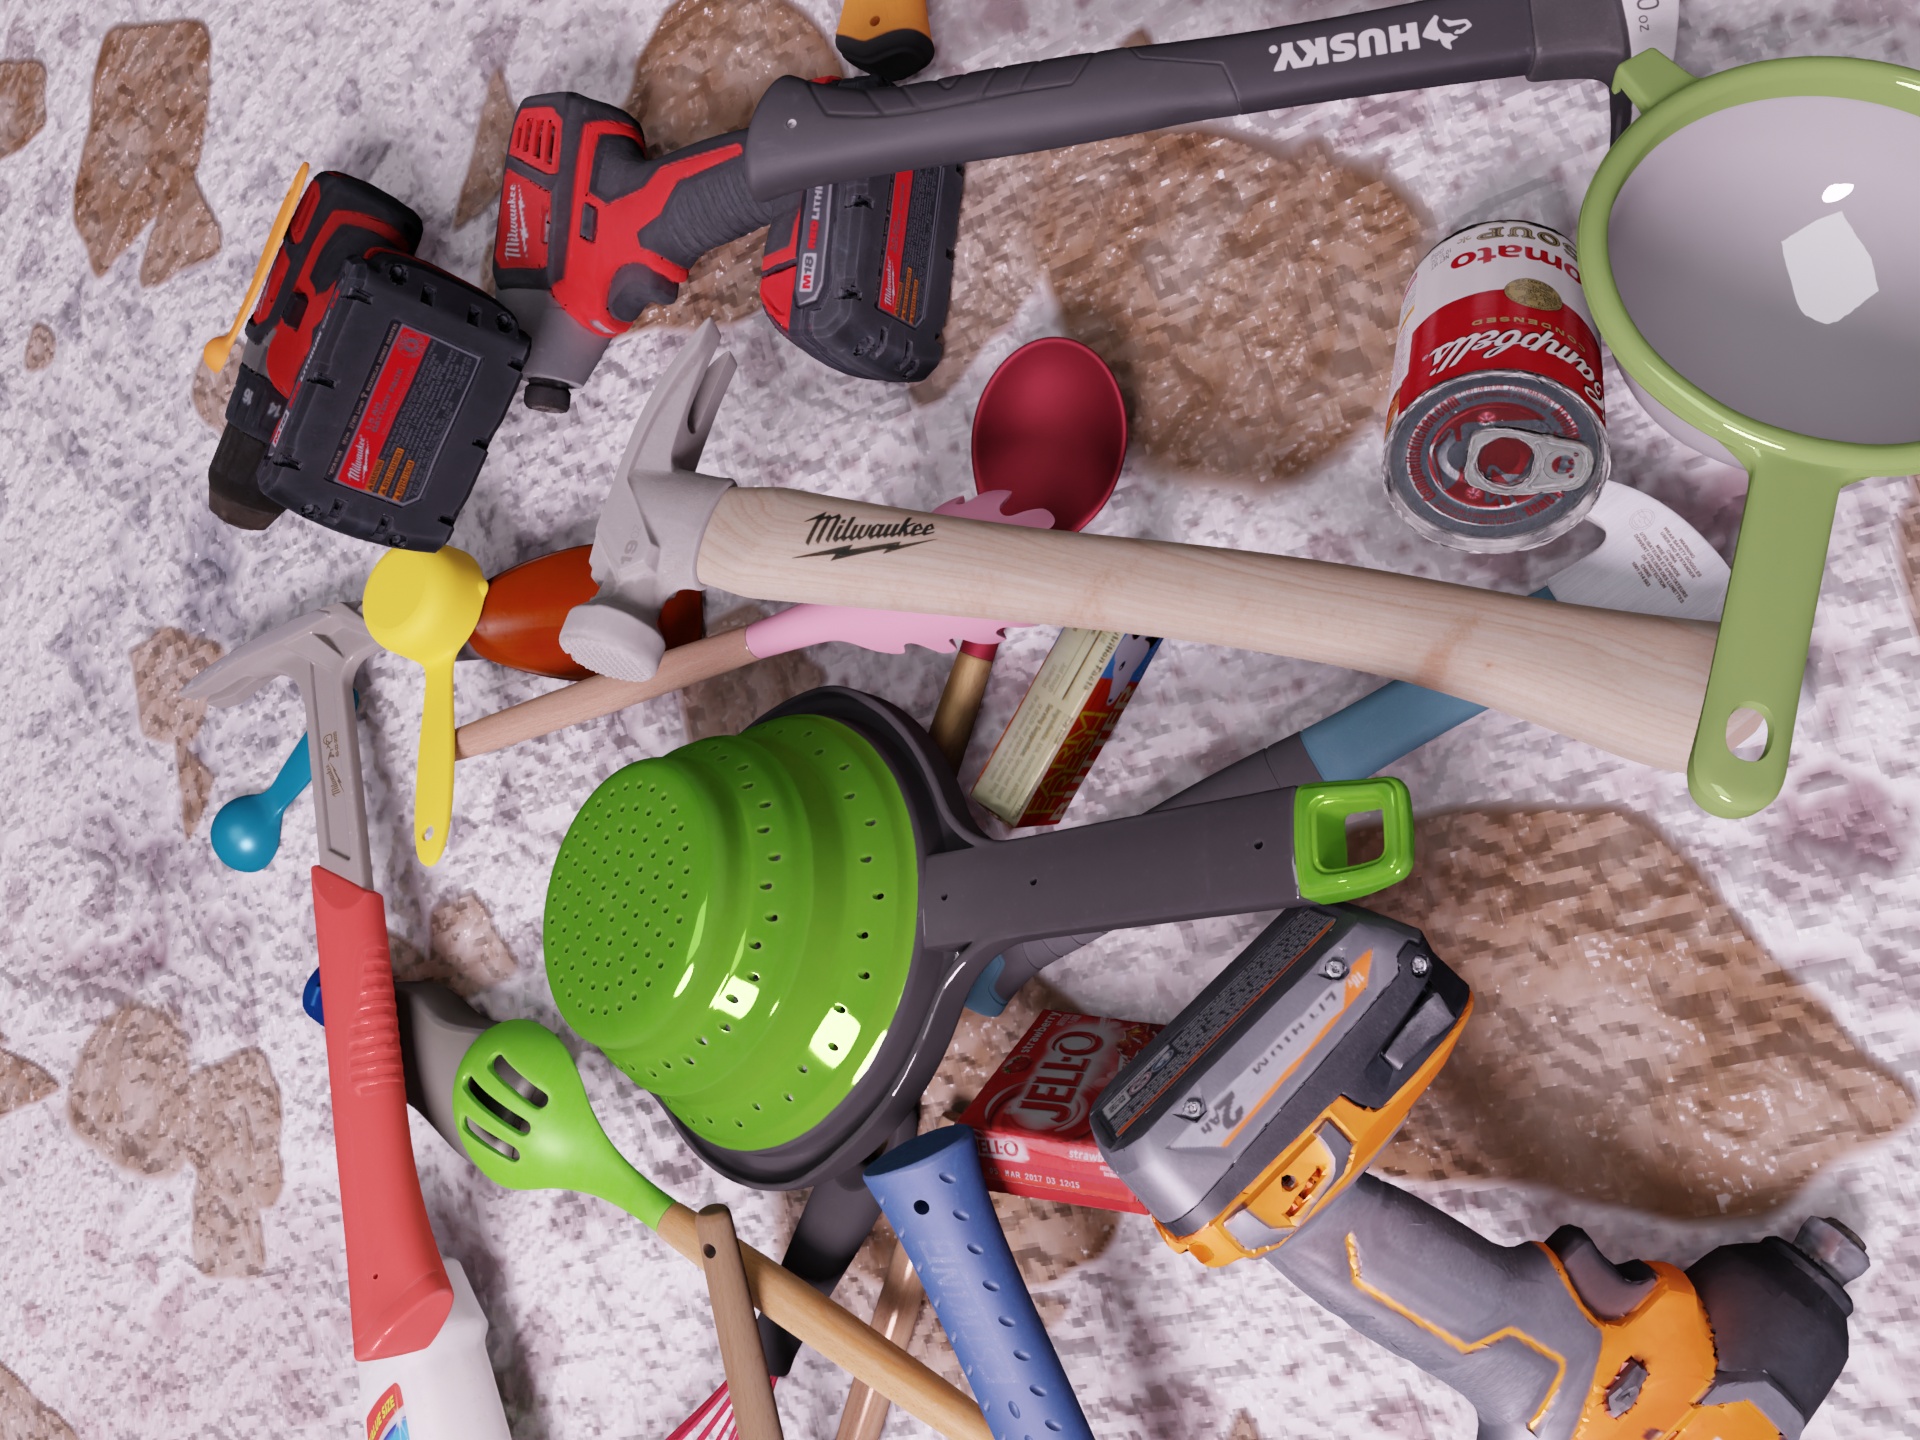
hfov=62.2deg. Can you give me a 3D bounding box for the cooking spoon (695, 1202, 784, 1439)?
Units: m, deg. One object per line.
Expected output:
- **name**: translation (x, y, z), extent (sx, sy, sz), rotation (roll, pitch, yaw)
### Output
- **cooking spoon**: translation (-0.068, 0.345, 0.639), extent (0.069, 0.017, 0.319), rotation (-7, 98, 24)

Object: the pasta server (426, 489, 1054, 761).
- **pasta server**: translation (-0.104, -0.026, 0.674), extent (0.316, 0.040, 0.060), rotation (-17, 91, 26)

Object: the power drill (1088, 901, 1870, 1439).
- **power drill**: translation (0.170, 0.162, 0.503), extent (0.164, 0.084, 0.226), rotation (-44, 92, -3)

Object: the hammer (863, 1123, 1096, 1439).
- **hammer**: translation (0.062, 0.336, 0.556), extent (0.144, 0.035, 0.405), rotation (-24, 91, 24)

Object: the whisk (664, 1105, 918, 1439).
- **whisk**: translation (-0.092, 0.287, 0.673), extent (0.073, 0.073, 0.296), rotation (29, 93, 25)

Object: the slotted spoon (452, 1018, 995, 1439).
- **slotted spoon**: translation (-0.099, 0.216, 0.652), extent (0.314, 0.031, 0.070), rotation (26, 92, 23)

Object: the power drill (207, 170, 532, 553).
- **power drill**: translation (-0.296, -0.152, 0.751), extent (0.227, 0.080, 0.188), rotation (40, 106, 50)

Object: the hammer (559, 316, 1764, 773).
- **hammer**: translation (0.063, -0.055, 0.560), extent (0.411, 0.038, 0.146), rotation (10, 69, 17)

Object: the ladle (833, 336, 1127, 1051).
- **ladle**: translation (-0.001, -0.002, 0.659), extent (0.069, 0.031, 0.315), rotation (23, 99, 25)

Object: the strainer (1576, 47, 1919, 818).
- **strainer**: translation (0.250, -0.082, 0.489), extent (0.151, 0.069, 0.256), rotation (16, 72, 12)

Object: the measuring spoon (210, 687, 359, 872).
- **measuring spoon**: translation (-0.357, 0.030, 0.834), extent (0.128, 0.021, 0.042), rotation (-48, 69, 17)

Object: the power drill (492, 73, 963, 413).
- **power drill**: translation (-0.116, -0.206, 0.702), extent (0.220, 0.078, 0.143), rotation (8, 90, 29)

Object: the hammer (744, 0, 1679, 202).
- **hammer**: translation (0.084, -0.227, 0.578), extent (0.335, 0.035, 0.146), rotation (-6, 85, 9)

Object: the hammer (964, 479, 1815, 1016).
- **hammer**: translation (0.123, 0.024, 0.593), extent (0.331, 0.033, 0.128), rotation (-33, 74, 21)

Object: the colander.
- **colander**: translation (-0.037, 0.061, 0.569), extent (0.397, 0.094, 0.205), rotation (-15, 66, 41)

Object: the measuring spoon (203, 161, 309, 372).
- **measuring spoon**: translation (-0.348, -0.224, 0.784), extent (0.117, 0.011, 0.021), rotation (-57, 36, 17)

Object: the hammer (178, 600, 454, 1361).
- **hammer**: translation (-0.294, 0.114, 0.752), extent (0.149, 0.036, 0.359), rotation (-22, 67, 17)

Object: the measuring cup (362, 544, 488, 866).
- **measuring cup**: translation (-0.246, -0.011, 0.718), extent (0.062, 0.029, 0.157), rotation (-17, 66, 25)

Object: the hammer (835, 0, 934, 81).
- **hammer**: translation (-0.044, -0.448, 0.702), extent (0.127, 0.034, 0.337), rotation (-12, 82, 26)

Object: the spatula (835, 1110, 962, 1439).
- **spatula**: translation (-0.049, 0.312, 0.669), extent (0.060, 0.018, 0.316), rotation (20, 97, 27)
